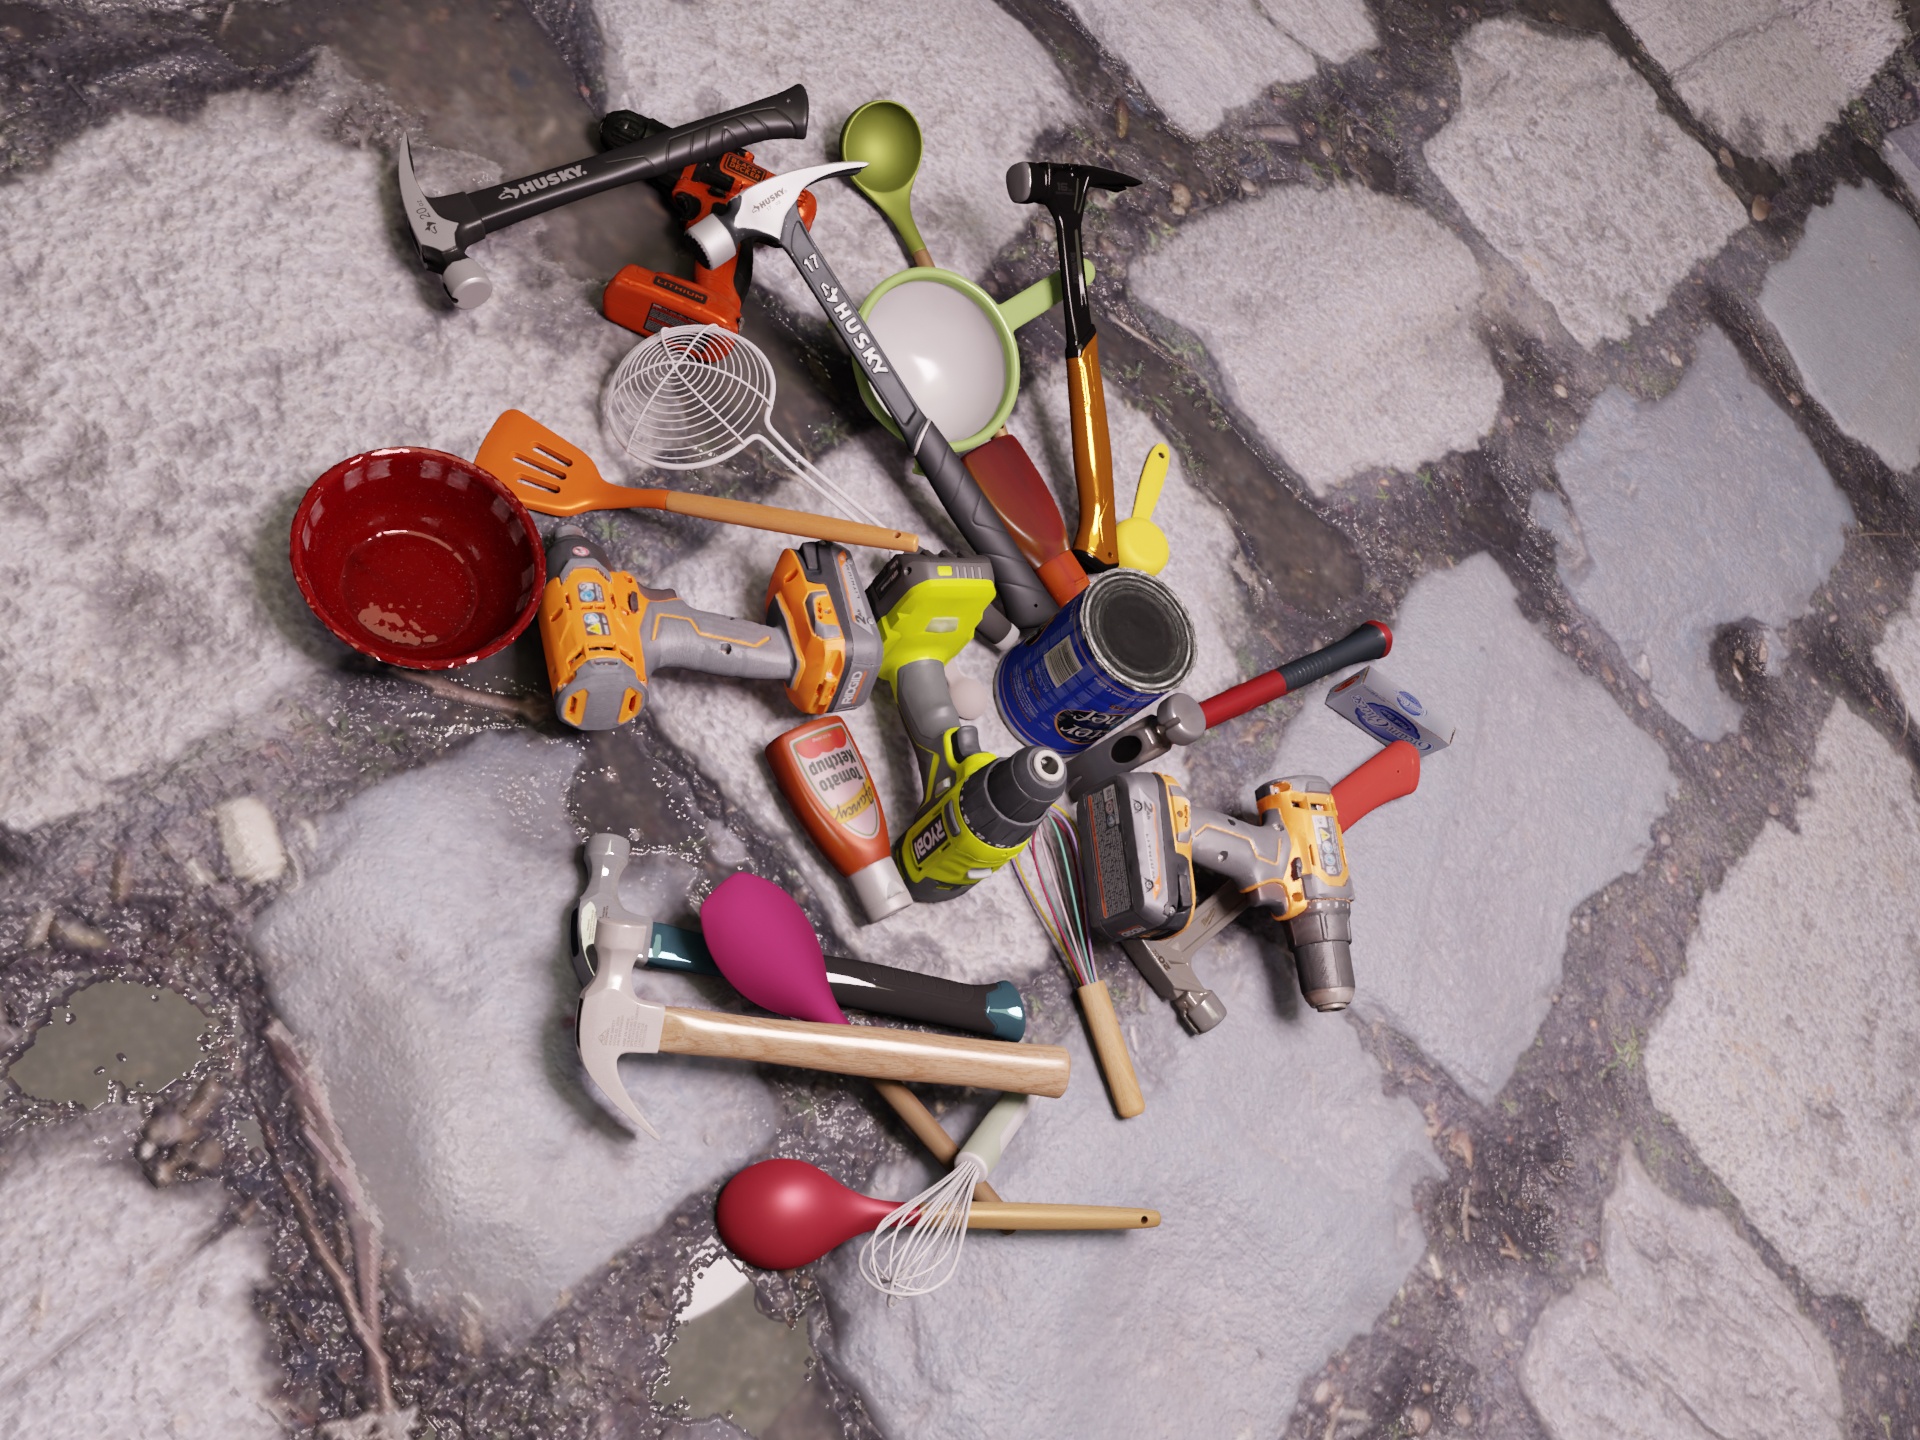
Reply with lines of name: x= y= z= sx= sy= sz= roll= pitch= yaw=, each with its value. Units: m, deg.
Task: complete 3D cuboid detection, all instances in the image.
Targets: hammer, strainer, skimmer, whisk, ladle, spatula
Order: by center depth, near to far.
hammer: x=-0.083 y=0.215 z=1.033 sx=0.331 sy=0.031 sz=0.130 roll=11 pitch=86 yaw=-19
whisk: x=0.004 y=0.298 z=1.044 sx=0.059 sy=0.057 sz=0.246 roll=11 pitch=24 yaw=21
ladle: x=-0.005 y=0.332 z=1.063 sx=0.315 sy=0.031 sz=0.069 roll=8 pitch=80 yaw=-22
hammer: x=-0.104 y=0.173 z=1.092 sx=0.330 sy=0.033 sz=0.128 roll=15 pitch=62 yaw=-22
spatula: x=-0.187 y=-0.158 z=1.137 sx=0.322 sy=0.041 sz=0.081 roll=11 pitch=60 yaw=9
whisk: x=0.094 y=0.176 z=1.193 sx=0.047 sy=0.051 sz=0.245 roll=-10 pitch=77 yaw=-37
hammer: x=-0.263 y=-0.427 z=1.216 sx=0.335 sy=0.035 sz=0.146 roll=-27 pitch=72 yaw=-21
skimmer: x=-0.106 y=-0.167 z=1.232 sx=0.363 sy=0.090 sz=0.127 roll=38 pitch=70 yaw=-22
hammer: x=-0.038 y=-0.241 z=1.241 sx=0.149 sy=0.036 sz=0.408 roll=-38 pitch=106 yaw=-14
hammer: x=0.265 y=0.102 z=1.320 sx=0.359 sy=0.036 sz=0.149 roll=-32 pitch=86 yaw=-34
strainer: x=0.007 y=-0.318 z=1.329 sx=0.256 sy=0.069 sz=0.151 roll=-37 pitch=103 yaw=-25
hammer: x=0.108 y=-0.292 z=1.333 sx=0.127 sy=0.034 sz=0.337 roll=-10 pitch=98 yaw=-36
hammer: x=0.243 y=-0.020 z=1.339 sx=0.386 sy=0.143 sz=0.038 roll=-20 pitch=80 yaw=-45
ladle: x=-0.022 y=-0.386 z=1.370 sx=0.078 sy=0.062 sz=0.320 roll=-20 pitch=82 yaw=-22

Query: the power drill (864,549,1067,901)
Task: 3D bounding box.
power drill: x=-0.002 y=-0.004 z=1.134 sx=0.080 sy=0.190 sz=0.229 roll=-2 pitch=66 yaw=-29

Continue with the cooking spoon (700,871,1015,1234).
cooking spoon: x=-0.061 y=0.230 z=1.067 sx=0.069 sy=0.017 sz=0.318 roll=-44 pitch=104 yaw=-25

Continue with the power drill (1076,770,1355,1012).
power drill: x=0.208 y=0.130 z=1.212 sx=0.226 sy=0.084 sz=0.185 roll=5 pitch=68 yaw=-30

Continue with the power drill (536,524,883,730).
power drill: x=-0.184 y=-0.075 z=1.125 sx=0.226 sy=0.084 sz=0.164 roll=-3 pitch=52 yaw=-25

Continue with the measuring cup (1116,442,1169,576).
measuring cup: x=0.167 y=-0.190 z=1.398 sx=0.062 sy=0.029 sz=0.157 roll=27 pitch=60 yaw=-16

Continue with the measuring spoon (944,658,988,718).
measuring spoon: x=-0.015 y=-0.058 z=1.250 sx=0.034 sy=0.018 sz=0.124 roll=-25 pitch=81 yaw=-34
